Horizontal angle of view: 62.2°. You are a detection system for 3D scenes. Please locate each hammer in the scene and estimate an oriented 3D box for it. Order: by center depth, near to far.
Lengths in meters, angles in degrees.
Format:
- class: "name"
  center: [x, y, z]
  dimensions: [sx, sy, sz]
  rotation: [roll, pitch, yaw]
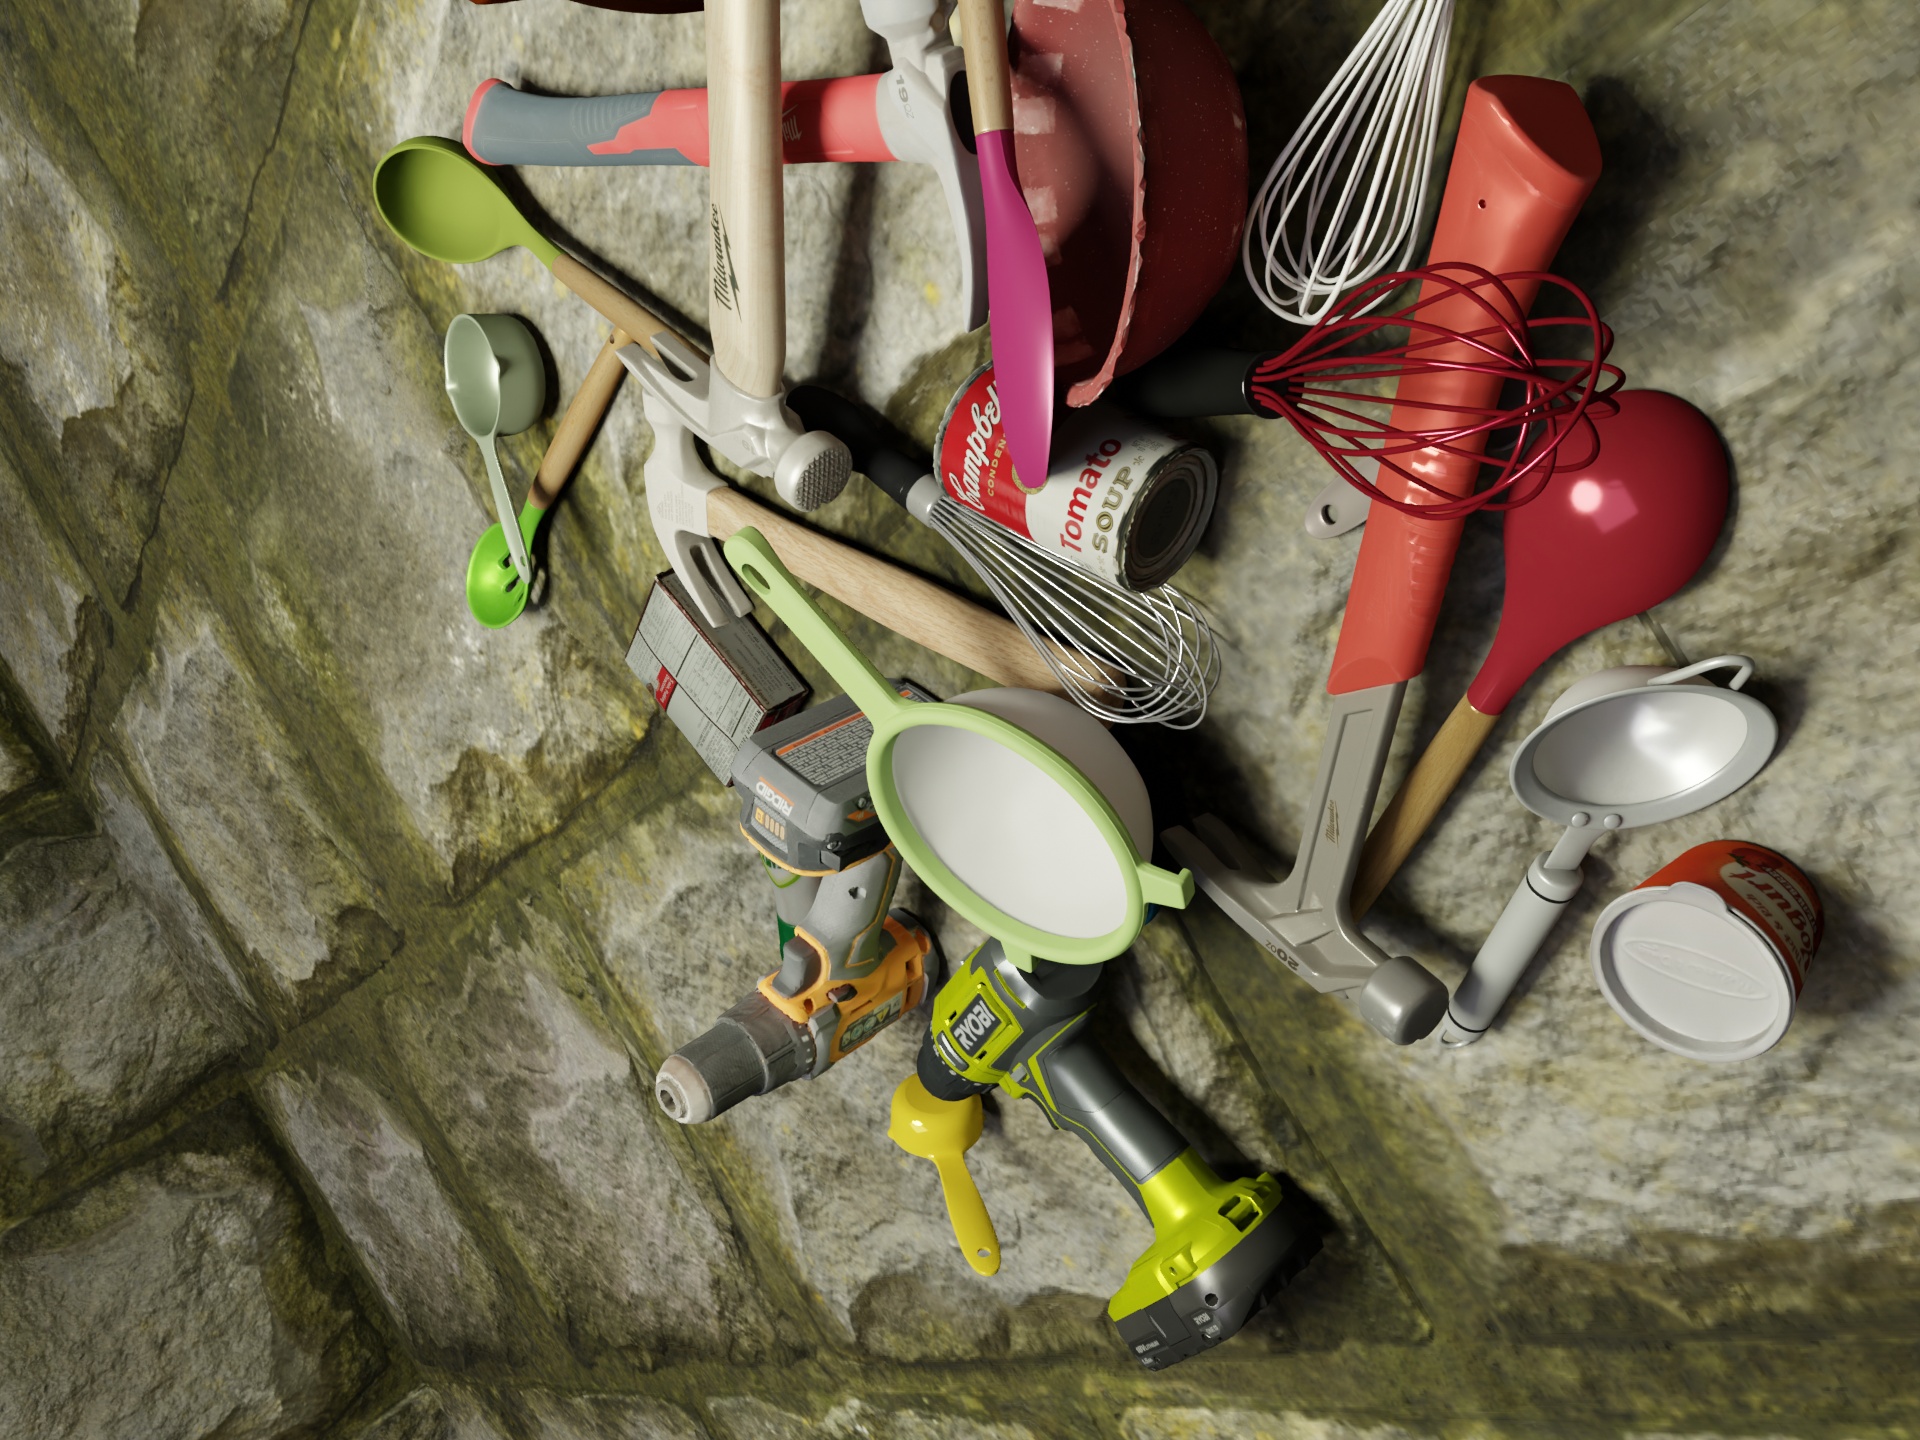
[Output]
- class: "hammer"
  center: [0.153, -0.049, 0.586]
  dimensions: [0.149, 0.036, 0.358]
  rotation: [43, 141, 41]
- class: "hammer"
  center: [-0.094, -0.282, 0.646]
  dimensions: [0.146, 0.038, 0.410]
  rotation: [39, 143, 26]
- class: "hammer"
  center: [-0.127, -0.271, 0.770]
  dimensions: [0.387, 0.038, 0.143]
  rotation: [18, 135, 43]
- class: "hammer"
  center: [-0.052, -0.071, 0.830]
  dimensions: [0.331, 0.031, 0.130]
  rotation: [28, 132, 33]

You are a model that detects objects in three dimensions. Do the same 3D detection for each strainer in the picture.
- class: "strainer"
  center: [0.225, 0.052, 0.598]
  dimensions: [0.087, 0.050, 0.258]
  rotation: [5, 136, -4]
- class: "strainer"
  center: [-0.001, -0.002, 0.731]
  dimensions: [0.256, 0.069, 0.151]
  rotation: [48, 146, -3]

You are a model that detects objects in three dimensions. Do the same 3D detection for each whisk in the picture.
- class: "whisk"
  center: [0.150, -0.234, 0.497]
  dimensions: [0.059, 0.058, 0.246]
  rotation: [16, 130, -2]
- class: "whisk"
  center: [0.113, -0.111, 0.524]
  dimensions: [0.296, 0.073, 0.073]
  rotation: [-141, 33, -69]
- class: "whisk"
  center: [0.009, -0.086, 0.738]
  dimensions: [0.285, 0.070, 0.070]
  rotation: [40, 138, 29]

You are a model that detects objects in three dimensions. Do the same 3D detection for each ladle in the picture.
- class: "ladle"
  center: [0.192, 0.009, 0.619]
  dimensions: [0.069, 0.031, 0.315]
  rotation: [41, 140, 21]
- class: "ladle"
  center: [-0.213, -0.233, 0.872]
  dimensions: [0.320, 0.062, 0.078]
  rotation: [39, 149, 26]

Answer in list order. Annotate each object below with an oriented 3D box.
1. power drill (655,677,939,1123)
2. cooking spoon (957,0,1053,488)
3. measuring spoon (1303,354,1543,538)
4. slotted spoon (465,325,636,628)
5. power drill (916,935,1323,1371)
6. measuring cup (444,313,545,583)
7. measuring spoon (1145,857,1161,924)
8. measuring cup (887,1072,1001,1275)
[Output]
- class: "power drill"
  center: [-0.082, 0.107, 0.859]
  dimensions: [0.084, 0.185, 0.226]
  rotation: [34, 132, 31]
- class: "cooking spoon"
  center: [0.010, -0.247, 0.600]
  dimensions: [0.069, 0.017, 0.319]
  rotation: [-157, 60, -76]
- class: "measuring spoon"
  center: [0.169, -0.097, 0.587]
  dimensions: [0.124, 0.018, 0.034]
  rotation: [-36, 76, 59]
- class: "slotted spoon"
  center: [-0.259, -0.152, 1.010]
  dimensions: [0.313, 0.031, 0.070]
  rotation: [-43, 65, 49]
- class: "power drill"
  center: [0.068, 0.225, 0.855]
  dimensions: [0.229, 0.080, 0.190]
  rotation: [51, 146, 14]
- class: "measuring cup"
  center: [-0.277, -0.170, 0.991]
  dimensions: [0.083, 0.038, 0.167]
  rotation: [-1, 105, 51]
- class: "measuring spoon"
  center: [0.061, 0.051, 0.803]
  dimensions: [0.129, 0.021, 0.042]
  rotation: [47, 141, 30]
- class: "measuring cup"
  center: [-0.002, 0.257, 0.923]
  dimensions: [0.157, 0.062, 0.029]
  rotation: [-120, 25, -61]
